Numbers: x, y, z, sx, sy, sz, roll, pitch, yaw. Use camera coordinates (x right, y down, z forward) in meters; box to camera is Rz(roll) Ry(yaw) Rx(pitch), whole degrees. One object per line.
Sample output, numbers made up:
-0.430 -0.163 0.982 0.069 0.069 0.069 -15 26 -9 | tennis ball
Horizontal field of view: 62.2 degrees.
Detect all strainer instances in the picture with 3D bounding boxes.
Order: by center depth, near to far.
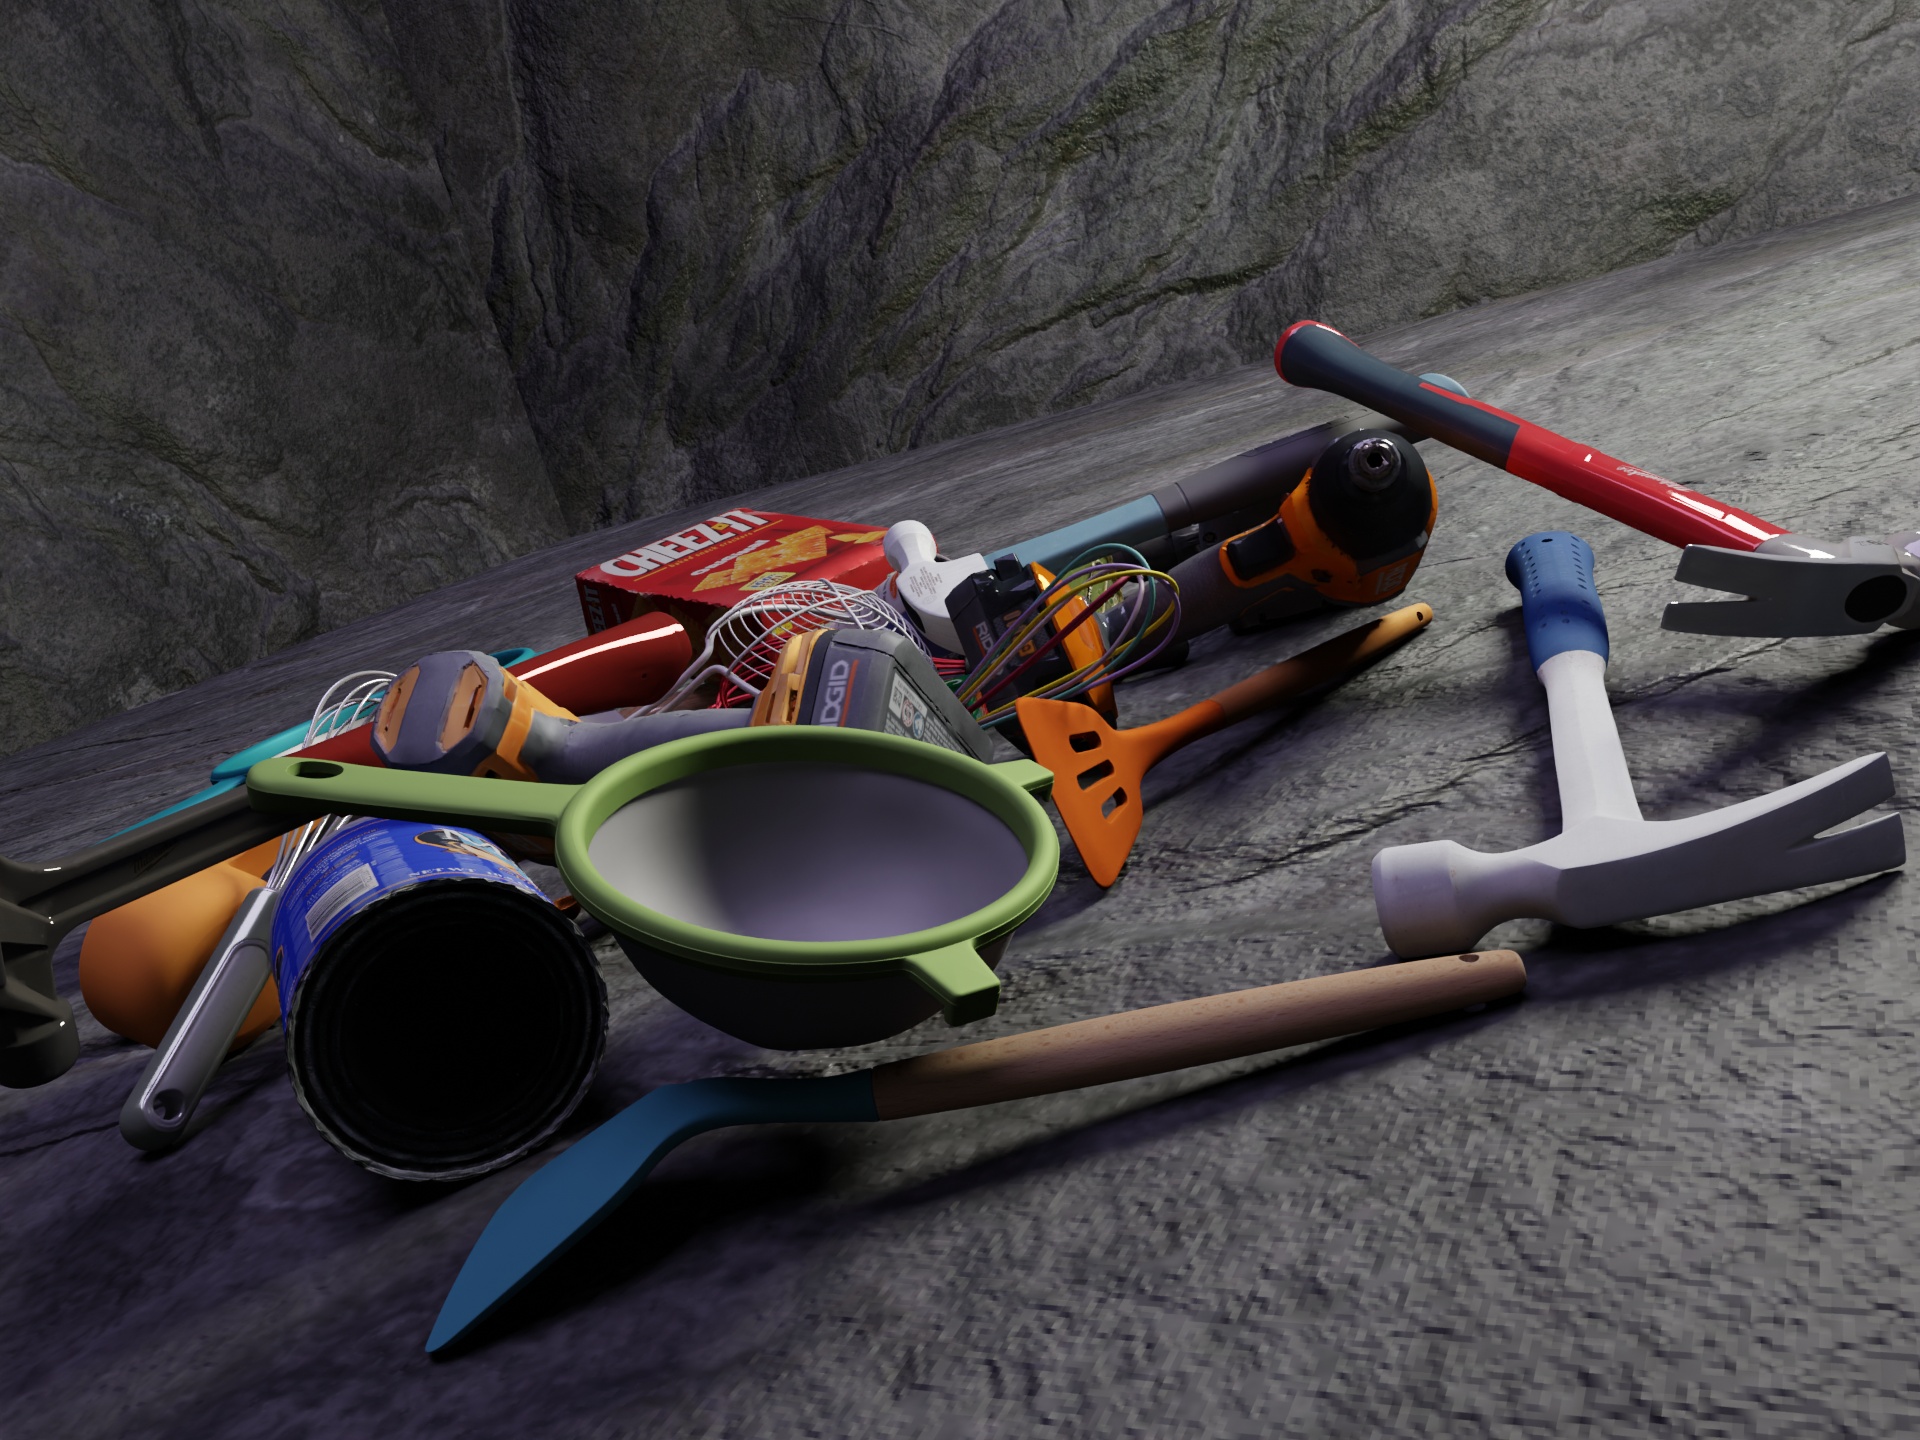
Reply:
-0.099 0.055 0.497 0.256 0.069 0.151 6 23 7 | strainer
-0.394 0.058 0.979 0.211 0.095 0.340 -9 18 39 | strainer

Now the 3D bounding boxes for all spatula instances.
0.004 0.111 0.454 0.317 0.044 0.082 -12 13 2 | spatula
0.135 -0.011 0.718 0.322 0.081 0.041 -23 -3 -41 | spatula

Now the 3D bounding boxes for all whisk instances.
-0.298 0.074 0.702 0.059 0.057 0.247 -20 40 38 | whisk
-0.003 -0.003 0.702 0.245 0.051 0.047 -35 -9 35 | whisk
-0.013 -0.026 0.936 0.296 0.073 0.073 -7 16 14 | whisk

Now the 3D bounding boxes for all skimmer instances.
-0.182 0.038 0.854 0.363 0.090 0.127 -34 42 -5 | skimmer

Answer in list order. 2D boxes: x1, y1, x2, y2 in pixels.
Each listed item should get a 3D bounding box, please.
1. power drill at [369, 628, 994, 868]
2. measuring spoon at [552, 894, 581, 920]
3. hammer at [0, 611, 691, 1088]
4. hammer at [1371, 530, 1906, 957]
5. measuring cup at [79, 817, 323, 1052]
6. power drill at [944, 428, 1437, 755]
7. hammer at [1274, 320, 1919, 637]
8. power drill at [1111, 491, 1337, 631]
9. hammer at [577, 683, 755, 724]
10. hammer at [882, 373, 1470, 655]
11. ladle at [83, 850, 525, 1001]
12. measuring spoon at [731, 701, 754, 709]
-0.103 0.032 0.669 0.226 0.185 0.084 -1 64 23 | power drill
-0.236 0.106 0.783 0.117 0.011 0.021 -17 15 17 | measuring spoon
-0.247 0.008 0.676 0.037 0.149 0.359 21 30 26 | hammer
0.248 -0.017 0.627 0.144 0.035 0.405 -12 15 21 | hammer
-0.324 0.081 0.747 0.052 0.095 0.174 15 52 29 | measuring cup
0.113 -0.065 0.745 0.226 0.084 0.164 -23 -12 7 | power drill
0.249 -0.126 0.736 0.143 0.038 0.387 -3 27 -24 | hammer
0.184 -0.118 1.021 0.188 0.080 0.227 -15 11 7 | power drill
-0.127 -0.032 1.112 0.331 0.031 0.130 -20 26 -23 | hammer
0.123 -0.121 0.887 0.331 0.033 0.128 -21 41 0 | hammer
-0.289 0.085 0.791 0.315 0.069 0.031 -20 -27 7 | ladle
-0.160 -0.017 1.141 0.124 0.018 0.034 -21 14 -9 | measuring spoon
